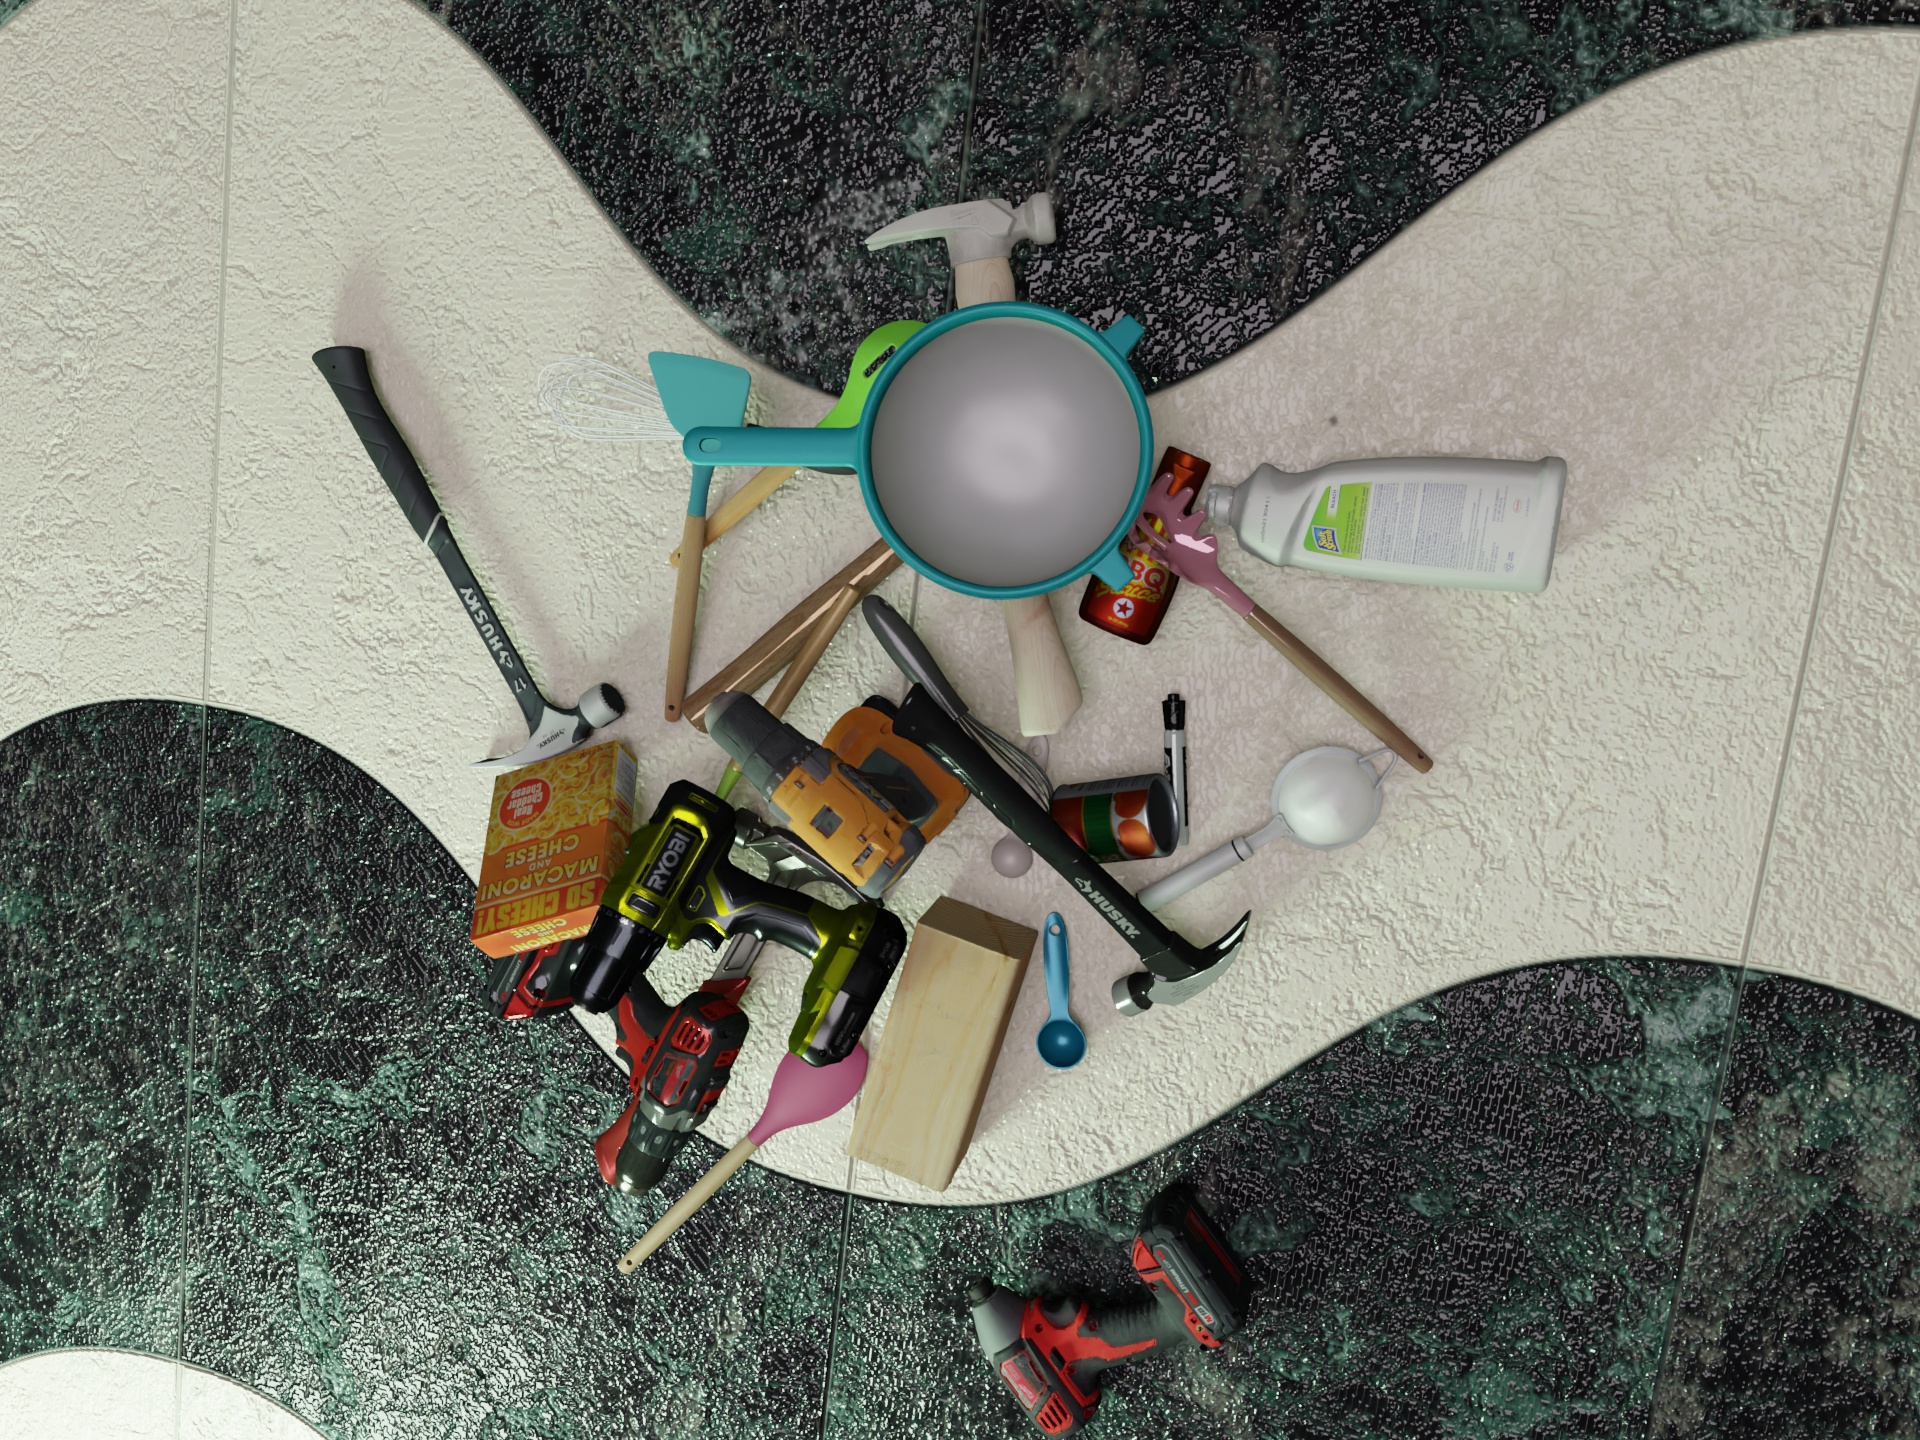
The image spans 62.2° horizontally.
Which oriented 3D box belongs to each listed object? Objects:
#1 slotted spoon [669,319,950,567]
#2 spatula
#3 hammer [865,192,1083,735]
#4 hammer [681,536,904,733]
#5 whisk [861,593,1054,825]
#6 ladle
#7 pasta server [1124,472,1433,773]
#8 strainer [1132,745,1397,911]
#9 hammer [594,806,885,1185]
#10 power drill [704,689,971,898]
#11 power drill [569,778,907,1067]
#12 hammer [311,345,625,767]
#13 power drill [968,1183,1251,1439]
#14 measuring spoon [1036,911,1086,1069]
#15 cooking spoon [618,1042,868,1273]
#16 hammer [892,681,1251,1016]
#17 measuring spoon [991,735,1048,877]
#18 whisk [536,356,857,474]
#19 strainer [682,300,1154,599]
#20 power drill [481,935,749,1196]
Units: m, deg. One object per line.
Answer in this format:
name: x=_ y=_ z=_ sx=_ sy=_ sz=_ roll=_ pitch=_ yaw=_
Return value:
slotted spoon: x=-0.130 y=-0.207 z=1.259 sx=0.313 sy=0.031 sz=0.070 roll=-34 pitch=98 yaw=31
spatula: x=-0.222 y=-0.141 z=1.291 sx=0.082 sy=0.044 sz=0.317 roll=12 pitch=112 yaw=4
hammer: x=0.026 y=-0.191 z=1.228 sx=0.146 sy=0.038 sz=0.410 roll=-8 pitch=92 yaw=5
hammer: x=-0.100 y=-0.098 z=1.301 sx=0.331 sy=0.031 sz=0.130 roll=-39 pitch=87 yaw=16
whisk: x=-0.001 y=-0.005 z=1.262 sx=0.055 sy=0.055 sz=0.239 roll=-38 pitch=89 yaw=15
ladle: x=-0.181 y=0.013 z=1.303 sx=0.062 sy=0.078 sz=0.320 roll=27 pitch=111 yaw=-23
pasta server: x=0.240 y=-0.067 z=1.193 sx=0.316 sy=0.040 sz=0.060 roll=41 pitch=69 yaw=-6
strainer: x=0.229 y=0.098 z=1.244 sx=0.258 sy=0.050 sz=0.086 roll=-32 pitch=104 yaw=19
hammer: x=-0.211 y=0.259 z=1.374 sx=0.149 sy=0.037 sz=0.359 roll=32 pitch=103 yaw=8
power drill: x=-0.090 y=0.038 z=1.215 sx=0.185 sy=0.226 sz=0.084 roll=41 pitch=105 yaw=6
power drill: x=-0.176 y=0.179 z=1.253 sx=0.228 sy=0.080 sz=0.190 roll=30 pitch=76 yaw=-7
hammer: x=-0.449 y=-0.145 z=1.380 sx=0.149 sy=0.036 sz=0.409 roll=-30 pitch=89 yaw=17
power drill: x=0.116 y=0.482 z=1.305 sx=0.219 sy=0.078 sz=0.143 roll=-37 pitch=87 yaw=18
measuring spoon: x=0.082 y=0.221 z=1.310 sx=0.042 sy=0.021 sz=0.128 roll=-4 pitch=87 yaw=15
cooking spoon: x=-0.197 y=0.384 z=1.396 sx=0.069 sy=0.017 sz=0.319 roll=45 pitch=105 yaw=5
hammer: x=0.075 y=0.093 z=1.205 sx=0.334 sy=0.035 sz=0.146 roll=44 pitch=131 yaw=-15
measuring spoon: x=0.050 y=0.070 z=1.293 sx=0.034 sy=0.018 sz=0.124 roll=15 pitch=100 yaw=12
whisk: x=-0.212 y=-0.240 z=1.301 sx=0.284 sy=0.070 sz=0.070 roll=14 pitch=101 yaw=6
strainer: x=-0.028 y=-0.193 z=1.171 sx=0.340 sy=0.095 sz=0.211 roll=2 pitch=90 yaw=8
power drill: x=-0.298 y=0.272 z=1.347 sx=0.227 sy=0.080 sz=0.188 roll=34 pitch=105 yaw=22
